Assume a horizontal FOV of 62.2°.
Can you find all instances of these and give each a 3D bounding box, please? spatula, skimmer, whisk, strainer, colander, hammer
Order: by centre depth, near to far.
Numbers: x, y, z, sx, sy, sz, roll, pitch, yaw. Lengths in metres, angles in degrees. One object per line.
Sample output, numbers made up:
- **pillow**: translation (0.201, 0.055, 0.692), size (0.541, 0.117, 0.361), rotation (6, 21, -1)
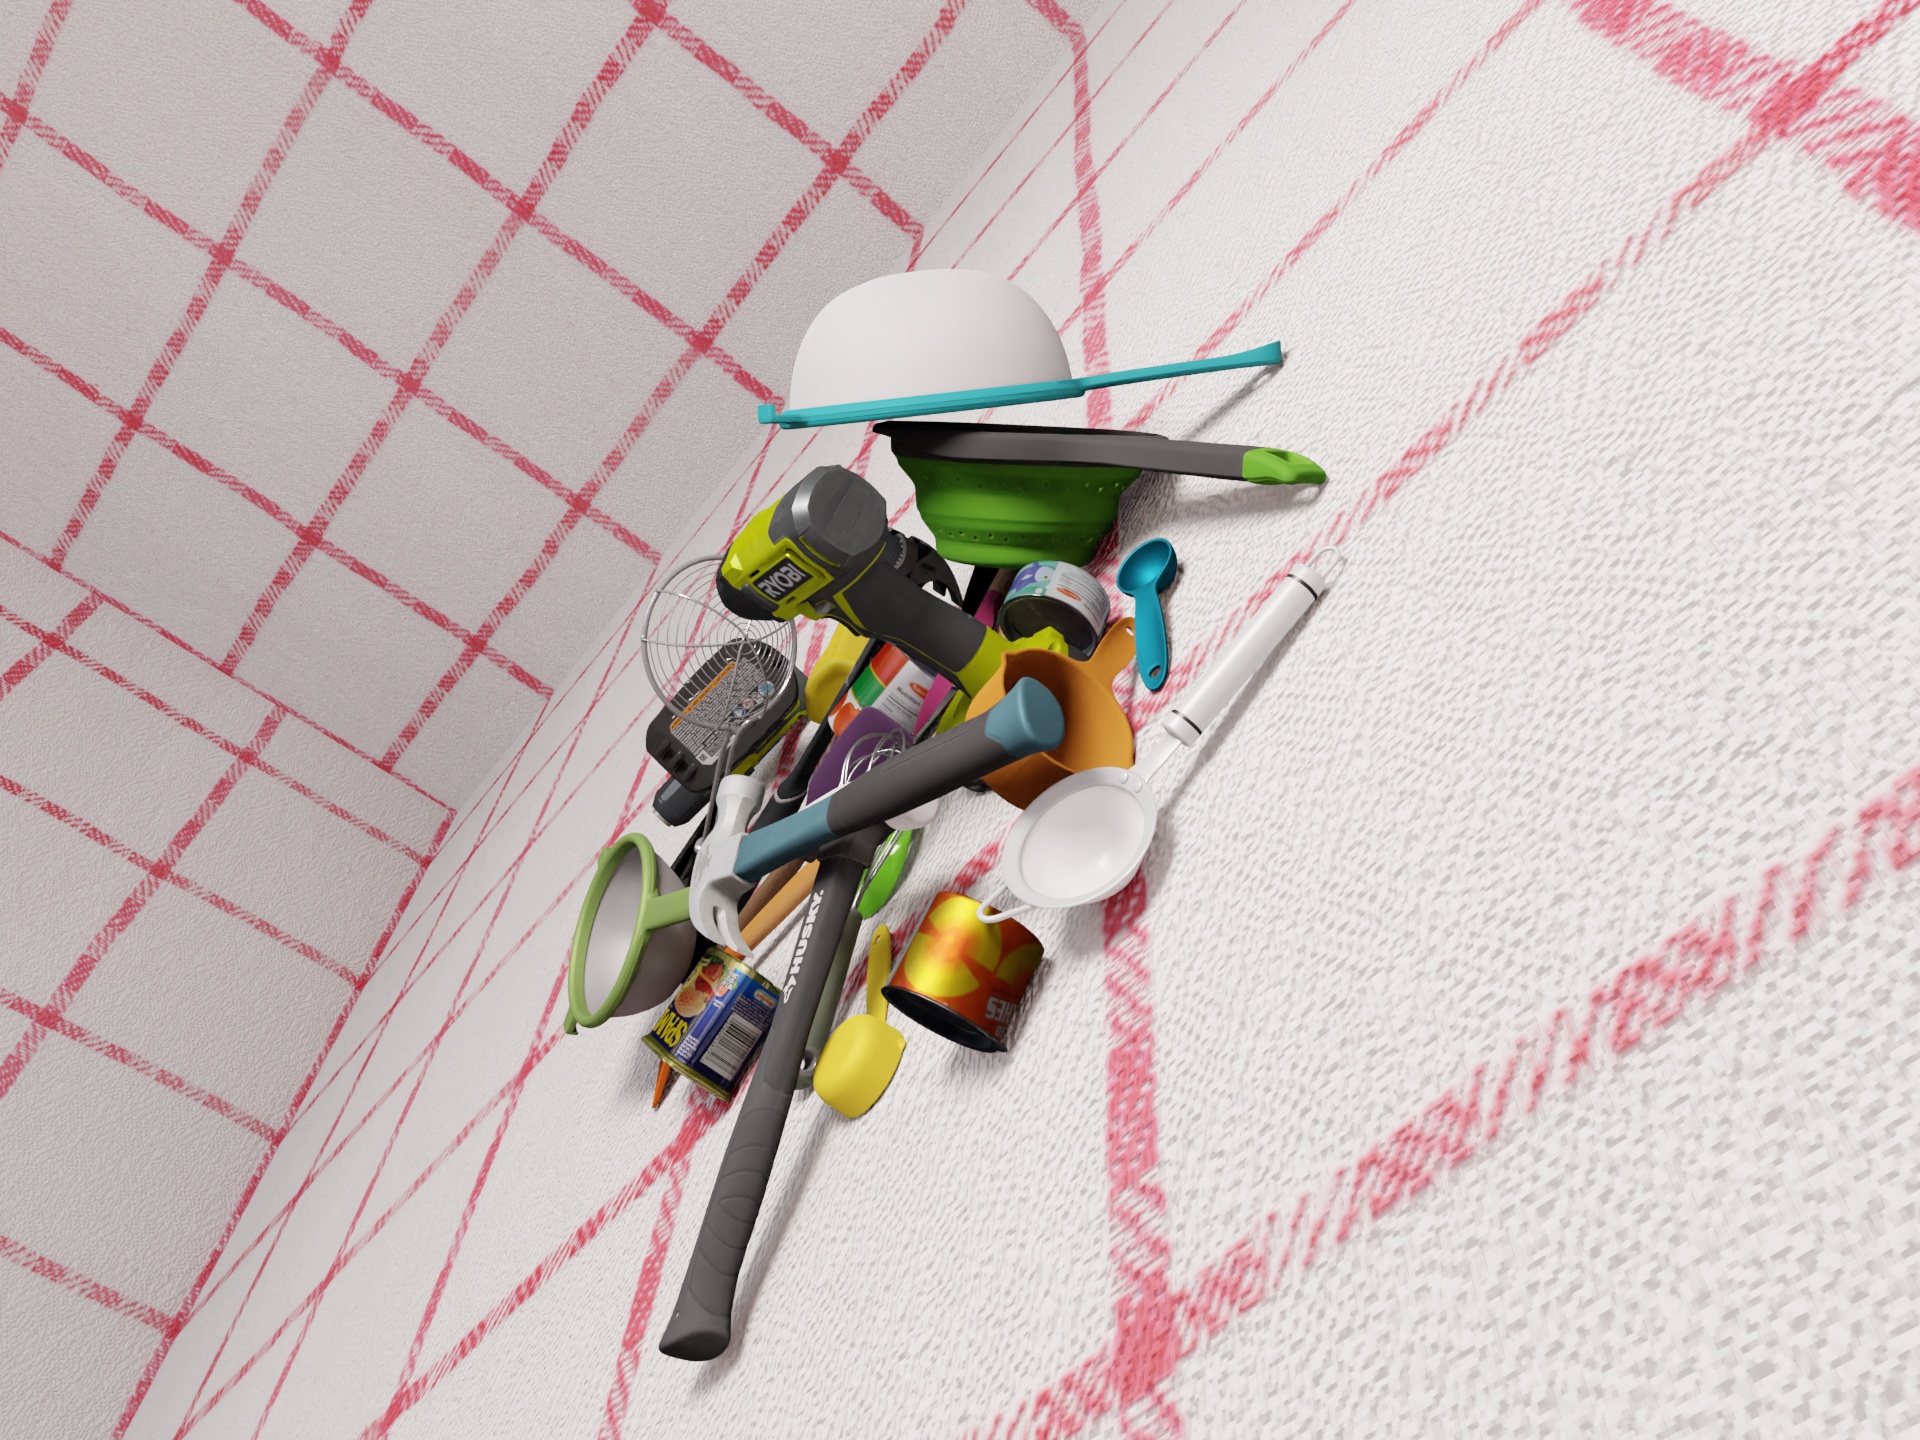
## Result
- **strainer**: translation (0.107, 0.012, 0.794), size (0.258, 0.050, 0.087), rotation (-49, 37, -3)
- **hammer**: translation (-0.059, 0.047, 0.891), size (0.331, 0.033, 0.128), rotation (-27, 42, 46)
- **hammer**: translation (-0.104, 0.191, 0.908), size (0.146, 0.035, 0.335), rotation (-17, 51, 54)
- **whisk**: translation (-0.073, 0.115, 1.017), size (0.059, 0.057, 0.246), rotation (-29, 41, 59)
- **colander**: translation (0.083, -0.139, 1.033), size (0.397, 0.204, 0.094), rotation (21, 112, 56)
- **strainer**: translation (0.038, -0.259, 1.062), size (0.340, 0.095, 0.211), rotation (-5, 11, 13)
- **strainer**: translation (-0.214, 0.154, 1.179), size (0.256, 0.069, 0.152), rotation (-23, 54, 53)
- **spatula**: translation (-0.141, 0.158, 1.186), size (0.322, 0.041, 0.081), rotation (-46, 19, 14)
- **spatula**: translation (-0.132, 0.117, 1.204), size (0.316, 0.060, 0.018), rotation (-52, 1, 24)
- **whisk**: translation (0.027, -0.137, 1.254), size (0.055, 0.055, 0.239), rotation (-38, 28, 41)
- **skimmer**: translation (-0.205, 0.038, 1.257), size (0.090, 0.127, 0.363), rotation (49, 140, 31)
- **hammer**: translation (-0.123, 0.039, 1.261), size (0.409, 0.036, 0.149), rotation (-59, -21, 7)

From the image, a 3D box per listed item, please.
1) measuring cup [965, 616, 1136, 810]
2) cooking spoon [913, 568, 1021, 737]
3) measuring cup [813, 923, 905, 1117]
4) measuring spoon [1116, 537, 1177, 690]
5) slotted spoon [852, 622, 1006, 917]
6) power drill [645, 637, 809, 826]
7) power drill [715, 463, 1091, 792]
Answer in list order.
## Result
- **measuring cup**: translation (0.062, -0.009, 0.907), size (0.052, 0.095, 0.174), rotation (-48, 0, 36)
- **cooking spoon**: translation (0.036, -0.108, 1.175), size (0.319, 0.017, 0.068), rotation (-60, 6, -35)
- **measuring cup**: translation (-0.060, 0.168, 0.947), size (0.062, 0.029, 0.157), rotation (-46, 22, 25)
- **measuring spoon**: translation (0.116, -0.059, 0.941), size (0.042, 0.021, 0.129), rotation (-31, 36, 29)
- **slotted spoon**: translation (-0.002, -0.004, 1.115), size (0.070, 0.031, 0.314), rotation (-6, 49, 59)
- **power drill**: translation (-0.211, 0.015, 1.417), size (0.190, 0.080, 0.228), rotation (-47, -2, -7)
- **power drill**: translation (-0.039, -0.052, 0.975), size (0.171, 0.223, 0.080), rotation (-24, 35, 58)
